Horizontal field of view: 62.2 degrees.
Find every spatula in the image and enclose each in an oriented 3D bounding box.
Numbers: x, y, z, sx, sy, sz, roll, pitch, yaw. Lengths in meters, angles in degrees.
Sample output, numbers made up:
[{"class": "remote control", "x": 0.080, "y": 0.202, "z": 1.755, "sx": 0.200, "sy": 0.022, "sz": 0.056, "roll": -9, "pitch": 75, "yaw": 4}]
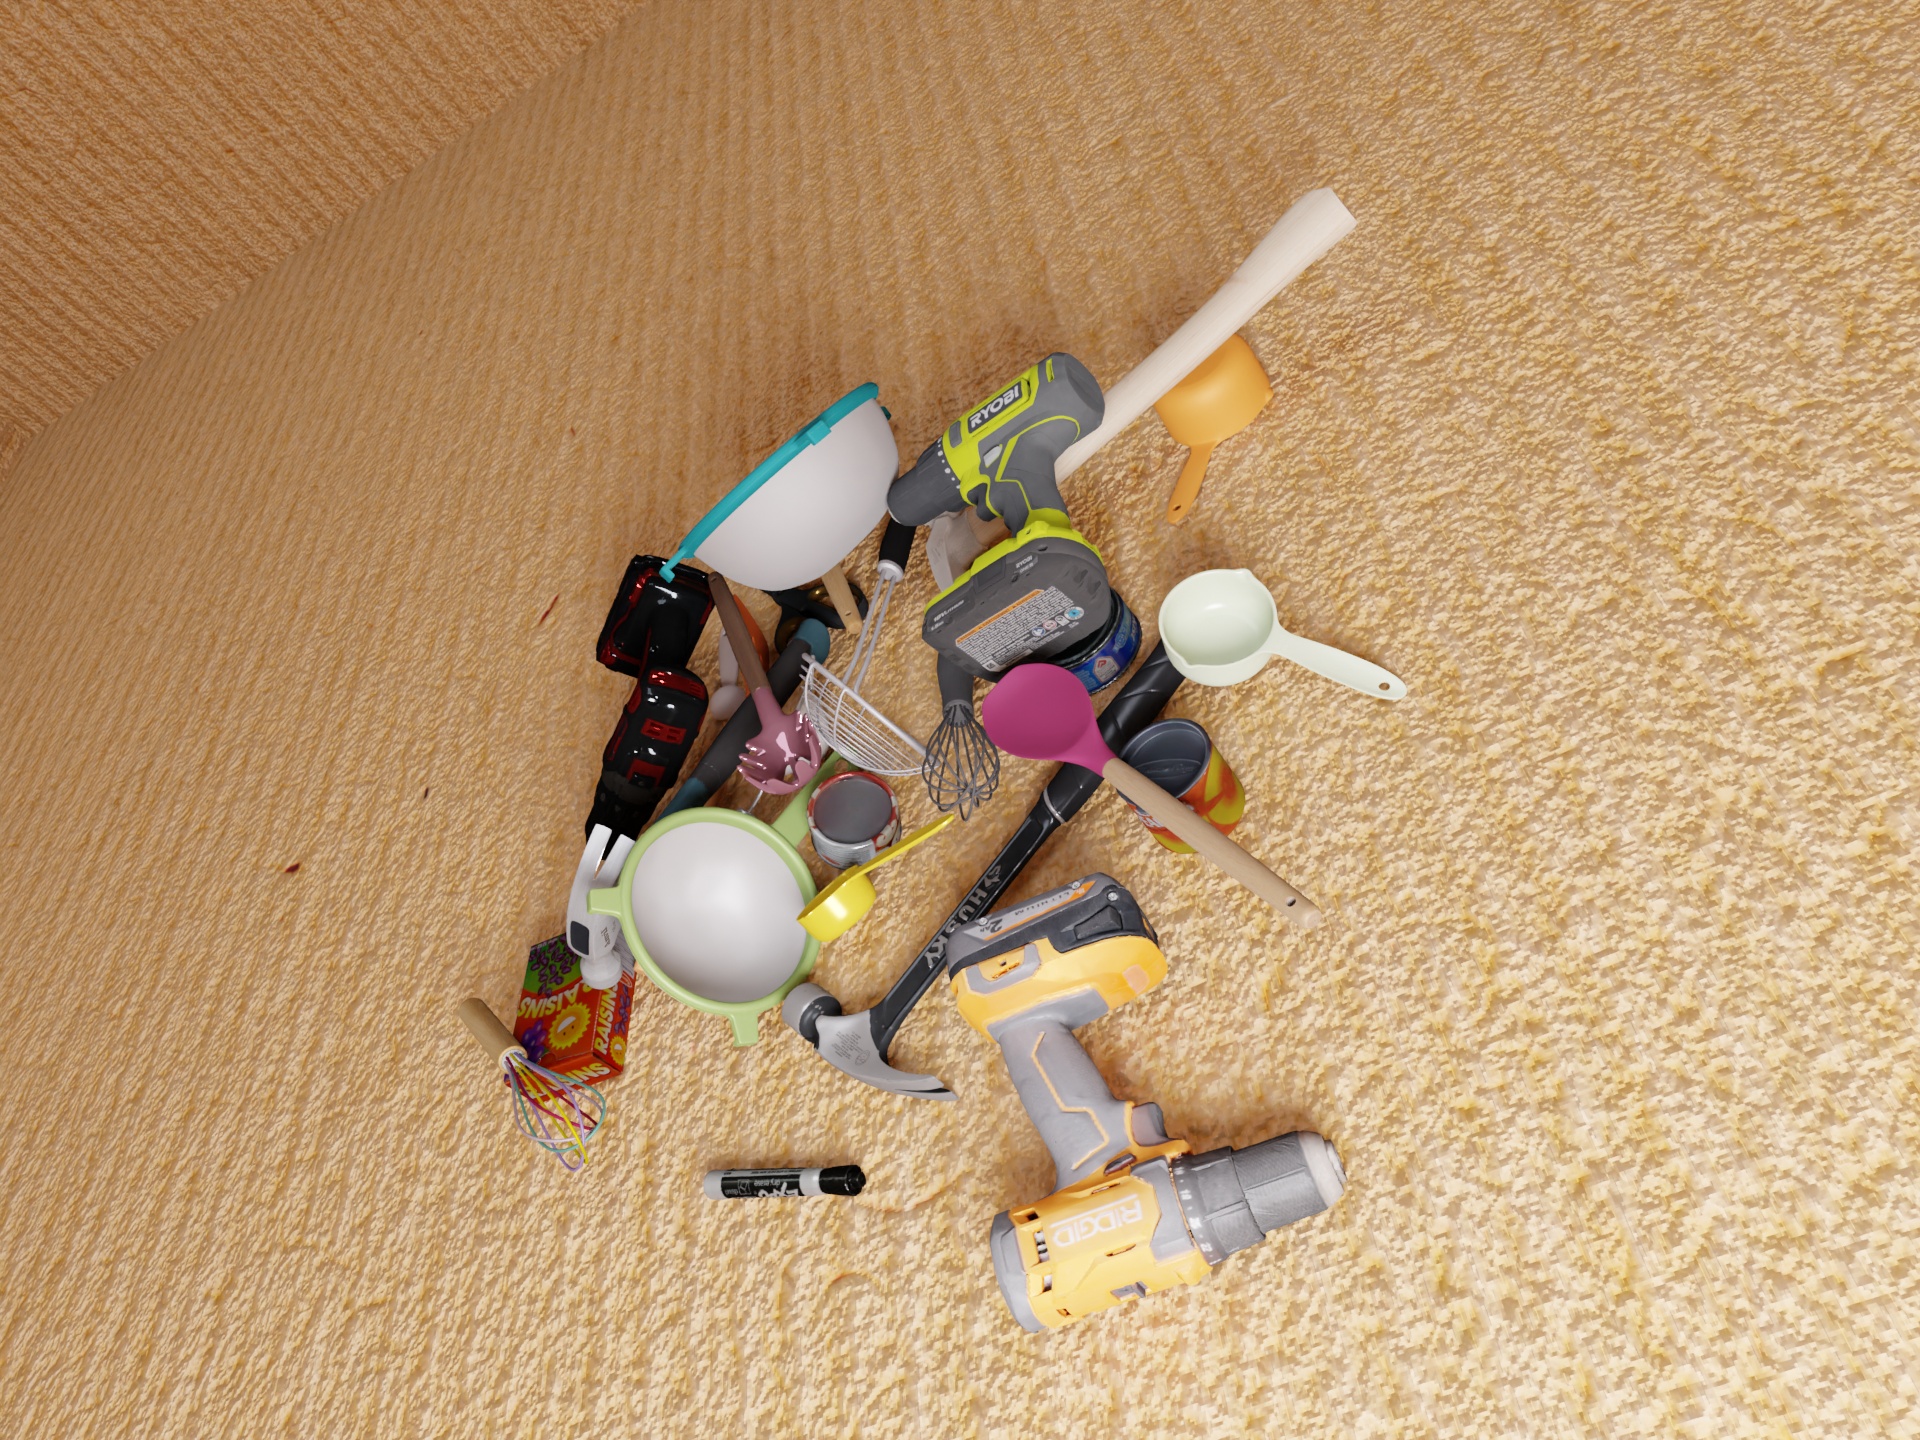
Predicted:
[{"class": "spatula", "x": -0.205, "y": 0.051, "z": 1.273, "sx": 0.041, "sy": 0.080, "sz": 0.323, "roll": 7, "pitch": 62, "yaw": 21}]

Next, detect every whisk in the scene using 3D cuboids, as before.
[{"class": "whisk", "x": -0.307, "y": 0.244, "z": 1.117, "sx": 0.051, "sy": 0.047, "sz": 0.245, "roll": -54, "pitch": 35, "yaw": -10}, {"class": "whisk", "x": -0.001, "y": -0.003, "z": 1.133, "sx": 0.055, "sy": 0.055, "sz": 0.239, "roll": -30, "pitch": 25, "yaw": 13}]

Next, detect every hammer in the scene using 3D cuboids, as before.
[{"class": "hammer", "x": 0.053, "y": 0.072, "z": 1.054, "sx": 0.409, "sy": 0.036, "sz": 0.149, "roll": -51, "pitch": 41, "yaw": -11}, {"class": "hammer", "x": -0.192, "y": 0.044, "z": 1.207, "sx": 0.033, "sy": 0.128, "sz": 0.331, "roll": 23, "pitch": 54, "yaw": 14}, {"class": "hammer", "x": 0.130, "y": -0.239, "z": 1.205, "sx": 0.410, "sy": 0.038, "sz": 0.146, "roll": -40, "pitch": 41, "yaw": 23}]

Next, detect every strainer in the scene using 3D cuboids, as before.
[{"class": "strainer", "x": -0.102, "y": -0.196, "z": 1.350, "sx": 0.211, "sy": 0.095, "sz": 0.340, "roll": -37, "pitch": 6, "yaw": 28}, {"class": "strainer", "x": -0.153, "y": 0.110, "z": 1.152, "sx": 0.069, "sy": 0.151, "sz": 0.256, "roll": -40, "pitch": 9, "yaw": 47}, {"class": "strainer", "x": -0.160, "y": 0.070, "z": 1.224, "sx": 0.258, "sy": 0.050, "sz": 0.087, "roll": -59, "pitch": 3, "yaw": -11}]

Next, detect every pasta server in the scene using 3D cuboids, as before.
[{"class": "pasta server", "x": -0.159, "y": -0.039, "z": 1.201, "sx": 0.060, "sy": 0.040, "sz": 0.317, "roll": -32, "pitch": 39, "yaw": 2}]

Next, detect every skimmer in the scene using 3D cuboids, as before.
[{"class": "skimmer", "x": -0.046, "y": -0.094, "z": 1.244, "sx": 0.090, "sy": 0.127, "sz": 0.364, "roll": -34, "pitch": 28, "yaw": 35}]

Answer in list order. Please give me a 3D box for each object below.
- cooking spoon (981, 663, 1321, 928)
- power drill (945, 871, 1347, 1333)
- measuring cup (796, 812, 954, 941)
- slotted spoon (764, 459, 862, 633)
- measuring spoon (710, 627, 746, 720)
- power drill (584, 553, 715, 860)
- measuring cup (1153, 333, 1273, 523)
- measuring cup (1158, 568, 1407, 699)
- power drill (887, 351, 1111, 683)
[{"class": "cooking spoon", "x": 0.106, "y": 0.041, "z": 0.960, "sx": 0.069, "sy": 0.017, "sz": 0.319, "roll": -46, "pitch": 40, "yaw": -4}, {"class": "power drill", "x": 0.093, "y": 0.197, "z": 0.869, "sx": 0.185, "sy": 0.084, "sz": 0.226, "roll": -23, "pitch": 49, "yaw": 10}, {"class": "measuring cup", "x": -0.051, "y": 0.106, "z": 1.074, "sx": 0.156, "sy": 0.029, "sz": 0.062, "roll": -34, "pitch": 8, "yaw": 36}, {"class": "slotted spoon", "x": -0.129, "y": -0.159, "z": 1.405, "sx": 0.070, "sy": 0.031, "sz": 0.314, "roll": -30, "pitch": 38, "yaw": 2}, {"class": "measuring spoon", "x": -0.206, "y": -0.048, "z": 1.386, "sx": 0.034, "sy": 0.018, "sz": 0.124, "roll": -28, "pitch": 40, "yaw": 16}, {"class": "power drill", "x": -0.264, "y": -0.011, "z": 1.325, "sx": 0.187, "sy": 0.080, "sz": 0.227, "roll": -60, "pitch": 24, "yaw": 32}, {"class": "measuring cup", "x": 0.176, "y": -0.229, "z": 1.215, "sx": 0.095, "sy": 0.052, "sz": 0.174, "roll": -3, "pitch": 50, "yaw": 37}, {"class": "measuring cup", "x": 0.208, "y": -0.041, "z": 1.026, "sx": 0.168, "sy": 0.038, "sz": 0.083, "roll": 25, "pitch": 69, "yaw": 23}, {"class": "power drill", "x": 0.024, "y": -0.145, "z": 1.171, "sx": 0.190, "sy": 0.080, "sz": 0.229, "roll": -30, "pitch": 44, "yaw": 29}]
